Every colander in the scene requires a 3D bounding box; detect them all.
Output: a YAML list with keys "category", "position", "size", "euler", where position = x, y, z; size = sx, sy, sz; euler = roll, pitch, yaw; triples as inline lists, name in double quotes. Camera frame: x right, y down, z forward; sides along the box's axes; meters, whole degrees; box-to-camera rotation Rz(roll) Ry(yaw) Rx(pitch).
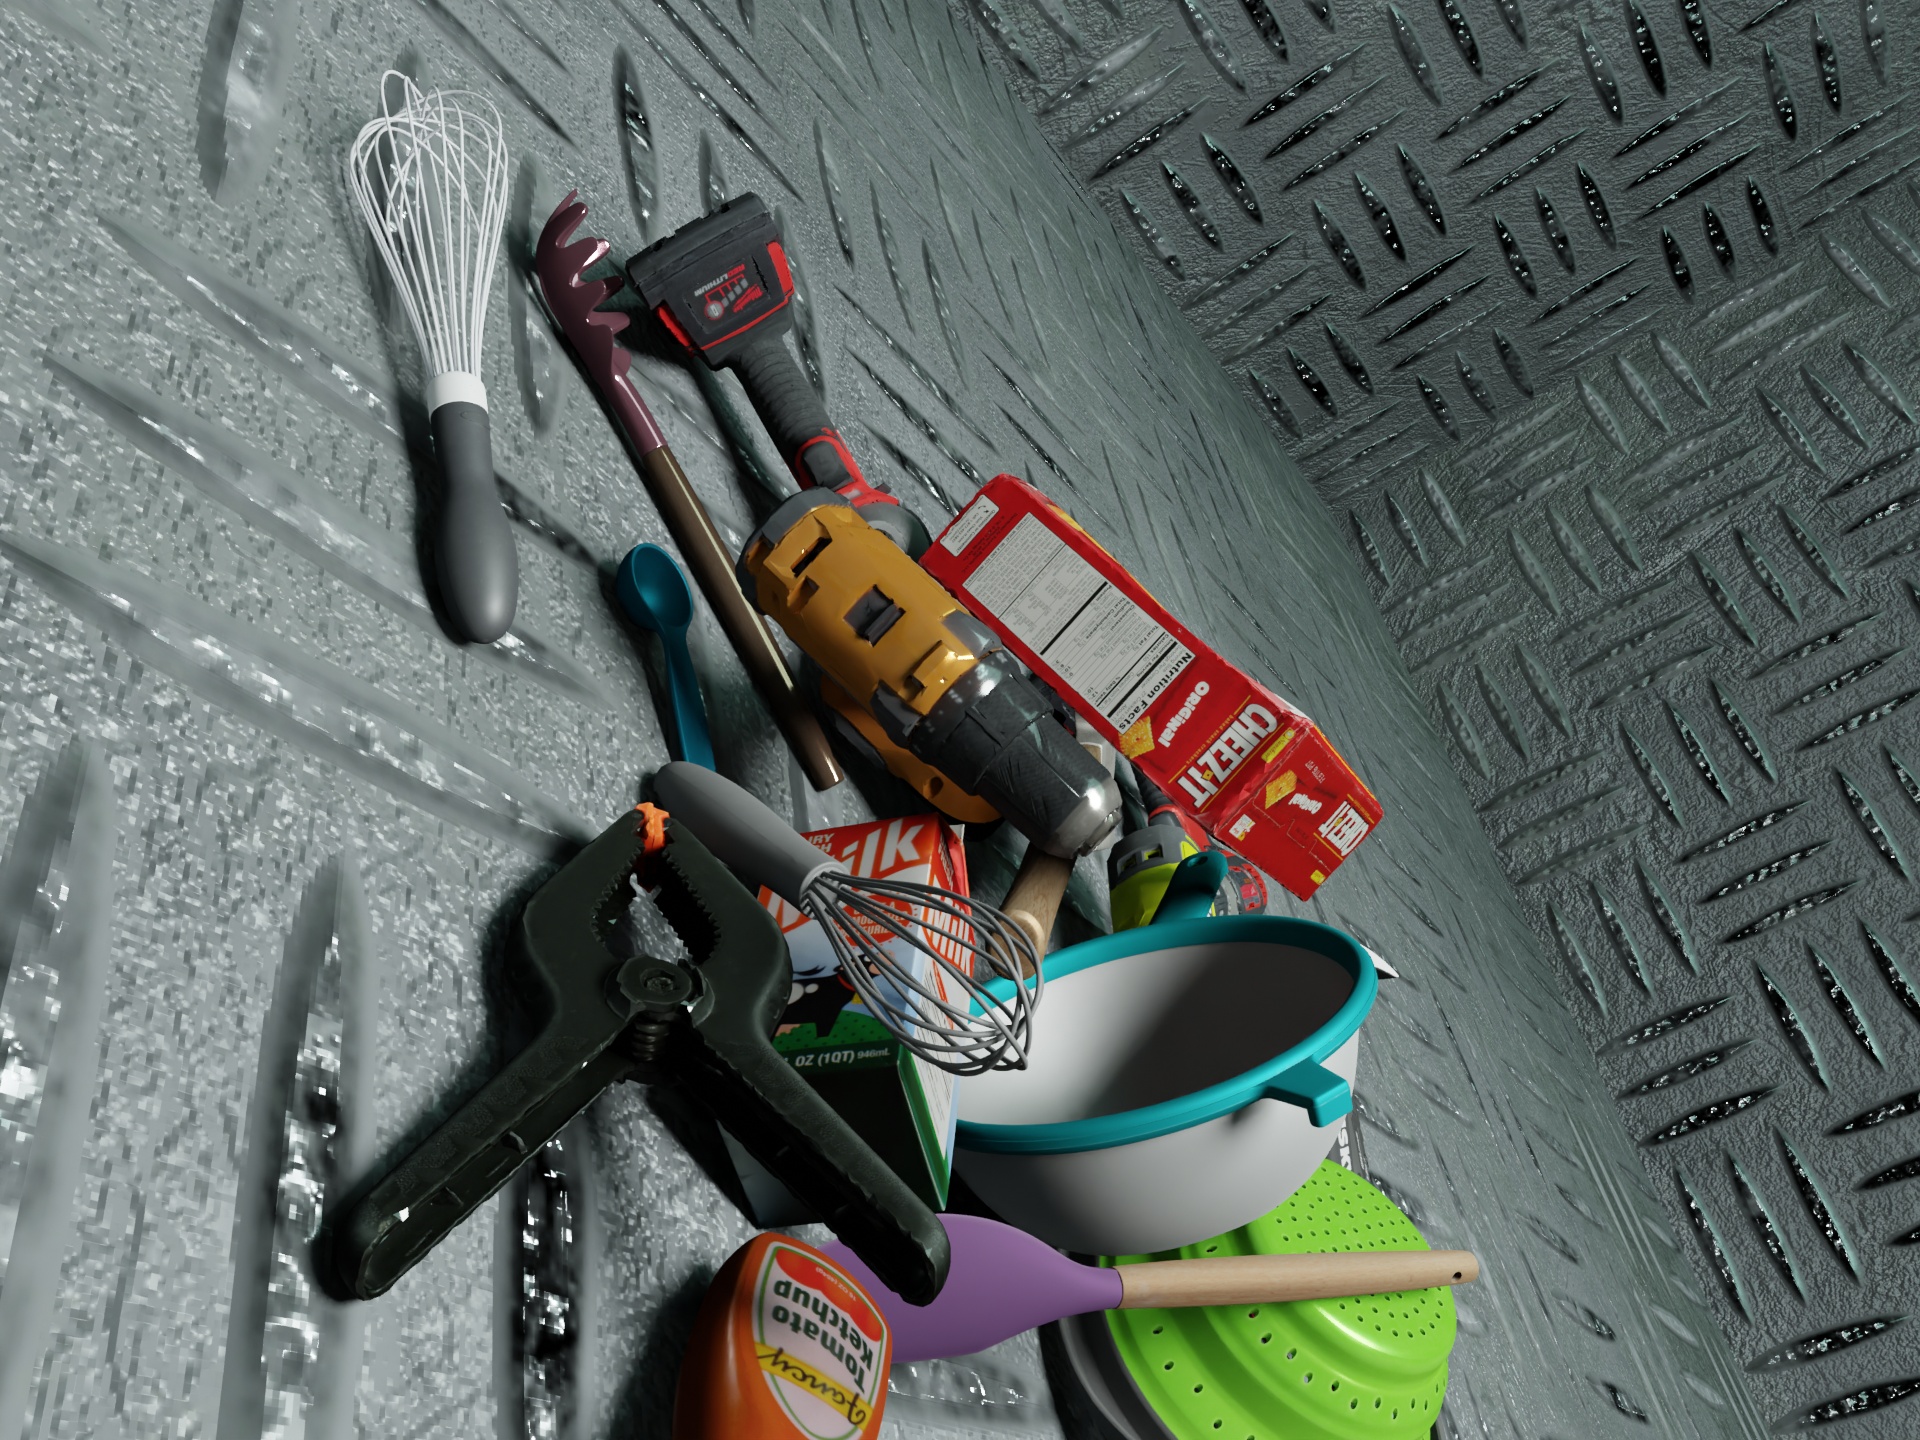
- category: "colander"
  position: [0.185, 0.316, 0.658]
  size: [0.204, 0.094, 0.398]
  euler: [8, 35, -39]

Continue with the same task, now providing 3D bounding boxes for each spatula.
- category: "spatula"
  position: [0.080, 0.213, 0.605]
  size: [0.315, 0.059, 0.018]
  euler: [8, 13, -28]

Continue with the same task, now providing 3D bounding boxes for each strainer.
- category: "strainer"
  position: [0.100, 0.151, 0.744]
  size: [0.340, 0.211, 0.095]
  euler: [-38, 114, -69]

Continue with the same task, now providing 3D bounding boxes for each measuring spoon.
- category: "measuring spoon"
  position: [-0.128, -0.015, 0.691]
  size: [0.042, 0.021, 0.129]
  euler: [17, 55, -62]

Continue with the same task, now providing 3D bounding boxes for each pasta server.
- category: "pasta server"
  position: [-0.130, -0.111, 0.777]
  size: [0.316, 0.040, 0.060]
  euler: [62, -1, 2]

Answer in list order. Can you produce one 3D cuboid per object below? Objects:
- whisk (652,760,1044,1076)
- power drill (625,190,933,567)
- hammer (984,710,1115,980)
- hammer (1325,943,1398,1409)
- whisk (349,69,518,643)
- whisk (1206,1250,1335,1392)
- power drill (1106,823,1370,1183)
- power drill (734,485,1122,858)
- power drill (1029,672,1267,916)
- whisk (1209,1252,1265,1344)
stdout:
- category: "whisk"
  position: [-0.051, 0.059, 0.566]
  size: [0.239, 0.055, 0.055]
  euler: [27, -10, 48]
- category: "power drill"
  position: [-0.085, -0.156, 0.844]
  size: [0.219, 0.078, 0.143]
  euler: [60, -1, -4]
- category: "hammer"
  position: [0.056, 0.056, 0.870]
  size: [0.331, 0.031, 0.130]
  euler: [-53, 145, -71]
- category: "hammer"
  position: [0.211, 0.283, 0.872]
  size: [0.146, 0.035, 0.335]
  euler: [3, 78, -49]
- category: "whisk"
  position: [-0.207, -0.154, 0.643]
  size: [0.070, 0.070, 0.285]
  euler: [28, 41, -54]
- category: "whisk"
  position: [0.131, 0.287, 0.812]
  size: [0.073, 0.073, 0.296]
  euler: [34, 26, -49]
- category: "power drill"
  position: [0.158, 0.190, 0.938]
  size: [0.223, 0.080, 0.171]
  euler: [54, 20, -29]
- category: "power drill"
  position: [-0.001, -0.002, 0.717]
  size: [0.185, 0.084, 0.226]
  euler: [43, -3, 12]
- category: "power drill"
  position: [0.132, 0.054, 1.106]
  size: [0.187, 0.080, 0.227]
  euler: [3, 62, -65]
- category: "whisk"
  position: [0.160, 0.332, 0.837]
  size: [0.051, 0.047, 0.245]
  euler: [25, 36, -53]
